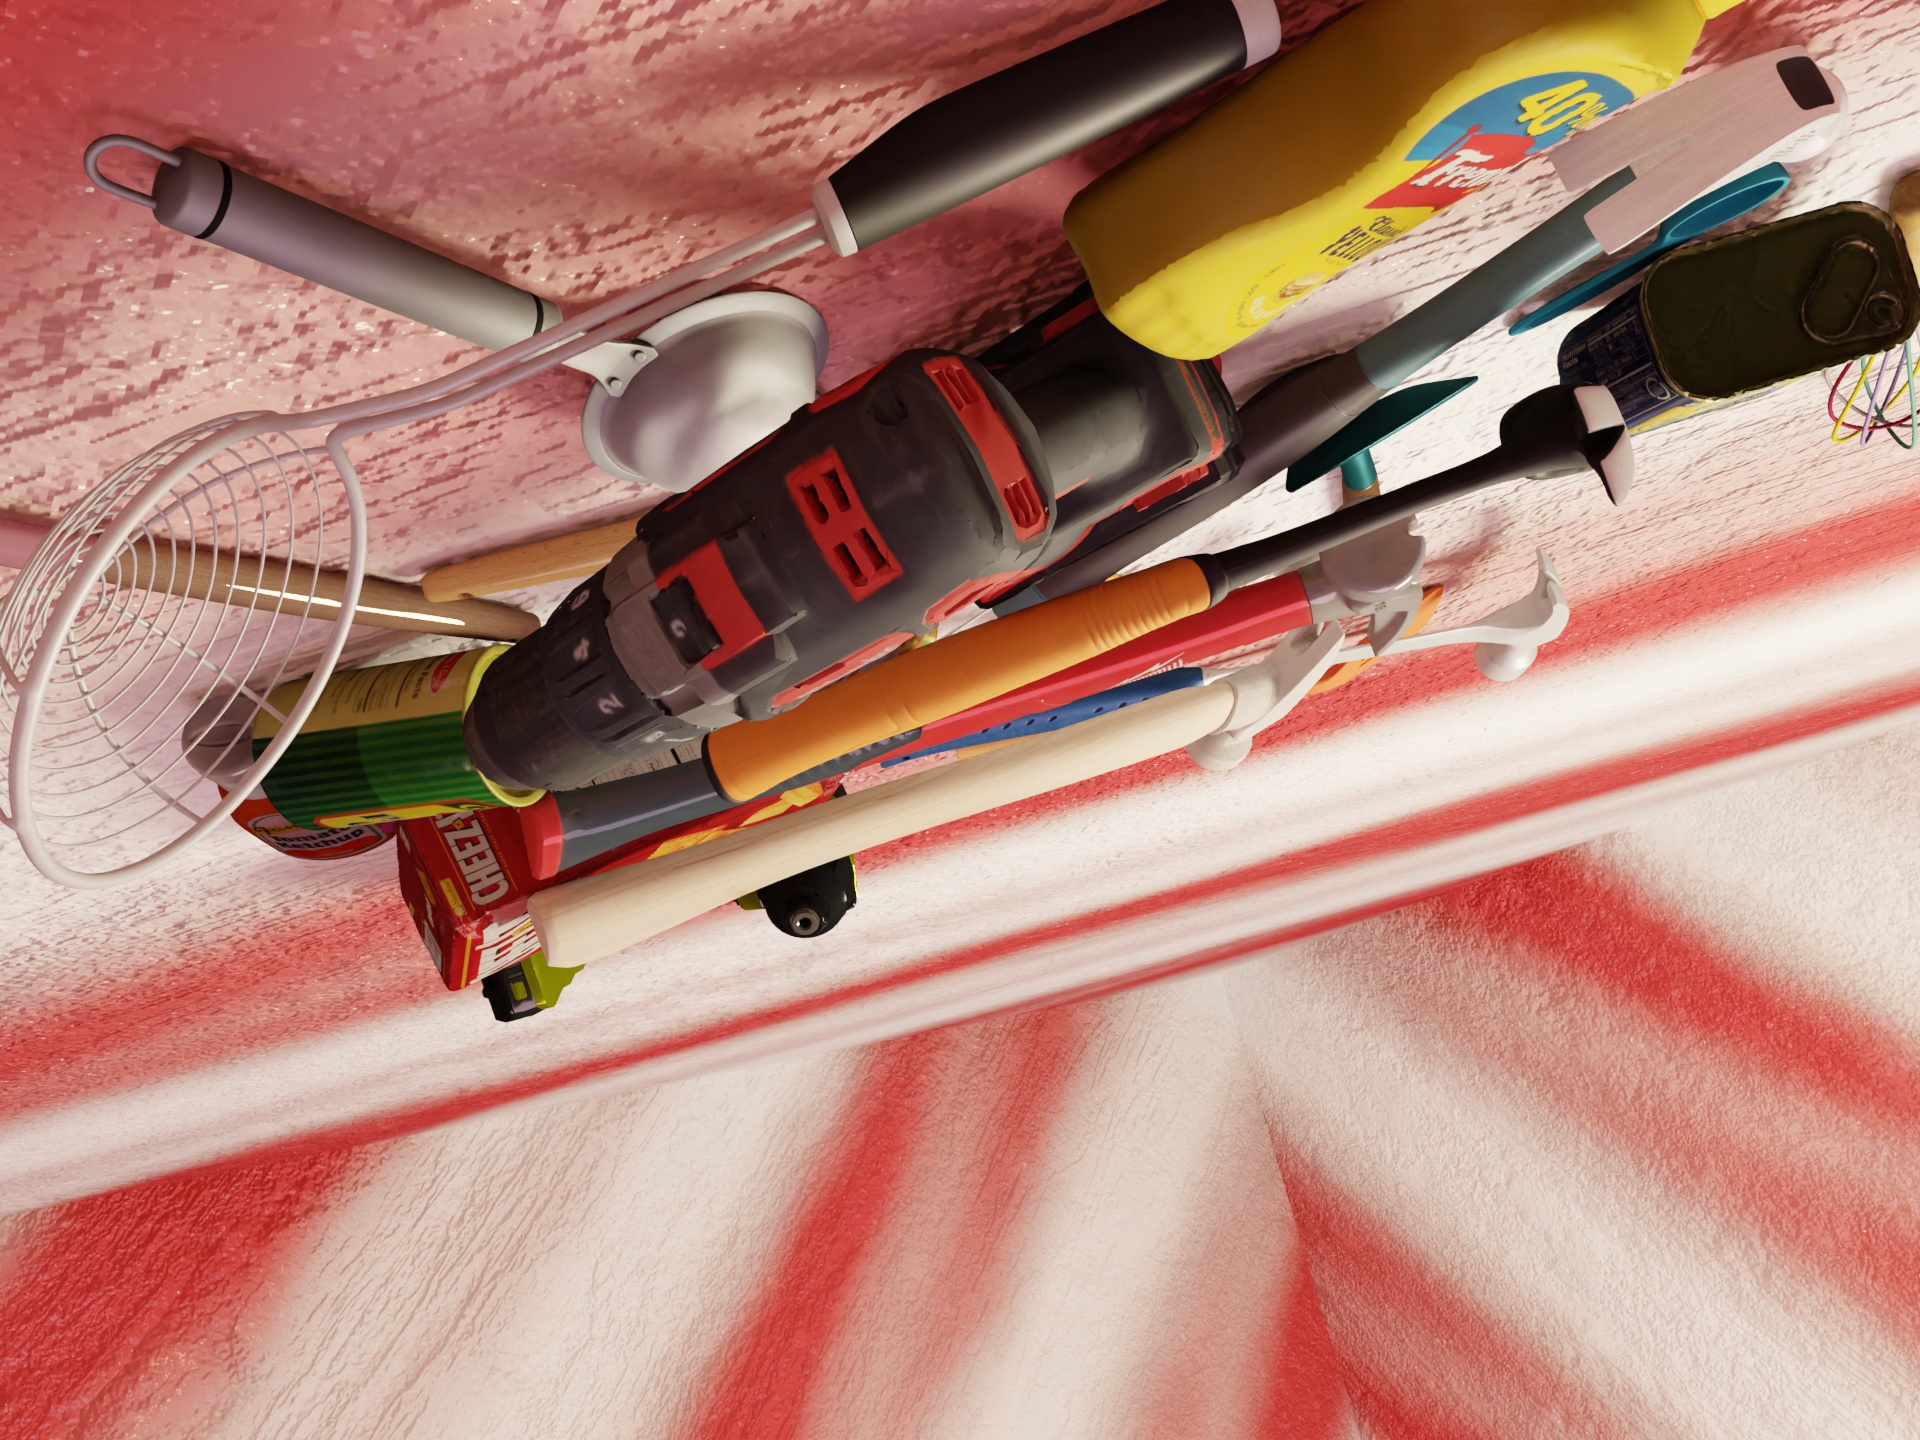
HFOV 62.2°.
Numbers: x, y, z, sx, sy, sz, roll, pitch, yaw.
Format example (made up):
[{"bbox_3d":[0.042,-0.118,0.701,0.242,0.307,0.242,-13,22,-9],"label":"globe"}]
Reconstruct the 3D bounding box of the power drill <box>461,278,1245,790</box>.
[{"bbox_3d":[-0.026,-0.054,0.472,0.188,0.080,0.227,-27,-174,33],"label":"power drill"}]

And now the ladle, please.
[{"bbox_3d":[-0.051,-0.086,0.605,0.315,0.031,0.069,-13,166,0],"label":"ladle"}]

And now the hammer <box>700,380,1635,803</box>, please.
[{"bbox_3d":[0.054,-0.036,0.543,0.337,0.034,0.127,-21,-174,19],"label":"hammer"}]

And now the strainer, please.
[{"bbox_3d":[-0.116,-0.106,0.451,0.087,0.050,0.258,-41,151,25],"label":"strainer"}]

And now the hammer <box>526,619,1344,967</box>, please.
[{"bbox_3d":[-0.001,0.030,0.761,0.410,0.038,0.146,-17,158,-25],"label":"hammer"}]

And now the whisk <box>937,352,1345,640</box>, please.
[{"bbox_3d":[0.053,-0.077,0.690,0.284,0.070,0.070,-31,158,32],"label":"whisk"}]

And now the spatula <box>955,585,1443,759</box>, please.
[{"bbox_3d":[0.152,-0.023,1.024,0.322,0.041,0.081,-12,164,6],"label":"spatula"}]

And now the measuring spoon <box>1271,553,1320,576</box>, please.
[{"bbox_3d":[0.146,-0.071,0.852,0.124,0.018,0.034,-12,164,-8],"label":"measuring spoon"}]

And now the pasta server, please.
[{"bbox_3d":[-0.264,-0.043,0.533,0.060,0.040,0.316,-10,170,32],"label":"pasta server"}]

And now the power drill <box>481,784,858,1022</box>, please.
[{"bbox_3d":[-0.173,0.102,0.948,0.223,0.080,0.171,-14,-161,0],"label":"power drill"}]

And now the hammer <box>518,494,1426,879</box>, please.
[{"bbox_3d":[-0.001,-0.002,0.670,0.386,0.038,0.143,-17,168,9],"label":"hammer"}]

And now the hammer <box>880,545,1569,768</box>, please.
[{"bbox_3d":[0.150,-0.027,0.920,0.405,0.035,0.144,-10,163,-1],"label":"hammer"}]

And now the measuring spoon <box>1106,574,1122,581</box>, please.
[{"bbox_3d":[0.054,-0.067,0.792,0.021,0.011,0.116,-27,161,37],"label":"measuring spoon"}]

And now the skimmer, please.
[{"bbox_3d":[-0.074,-0.075,0.401,0.363,0.090,0.127,-25,175,0],"label":"skimmer"}]

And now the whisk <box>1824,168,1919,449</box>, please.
[{"bbox_3d":[0.413,-0.173,0.705,0.047,0.051,0.244,-15,163,23],"label":"whisk"}]

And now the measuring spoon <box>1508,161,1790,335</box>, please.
[{"bbox_3d":[0.246,-0.177,0.591,0.042,0.021,0.128,-18,176,-24],"label":"measuring spoon"}]

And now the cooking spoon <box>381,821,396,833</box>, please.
[{"bbox_3d":[-0.272,0.052,0.849,0.017,0.069,0.319,32,161,-5],"label":"cooking spoon"}]

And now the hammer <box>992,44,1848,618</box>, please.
[{"bbox_3d":[0.135,-0.117,0.558,0.331,0.033,0.128,-32,176,38],"label":"hammer"}]

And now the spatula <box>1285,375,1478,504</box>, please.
[{"bbox_3d":[0.194,-0.098,0.755,0.082,0.044,0.317,-32,163,9],"label":"spatula"}]
